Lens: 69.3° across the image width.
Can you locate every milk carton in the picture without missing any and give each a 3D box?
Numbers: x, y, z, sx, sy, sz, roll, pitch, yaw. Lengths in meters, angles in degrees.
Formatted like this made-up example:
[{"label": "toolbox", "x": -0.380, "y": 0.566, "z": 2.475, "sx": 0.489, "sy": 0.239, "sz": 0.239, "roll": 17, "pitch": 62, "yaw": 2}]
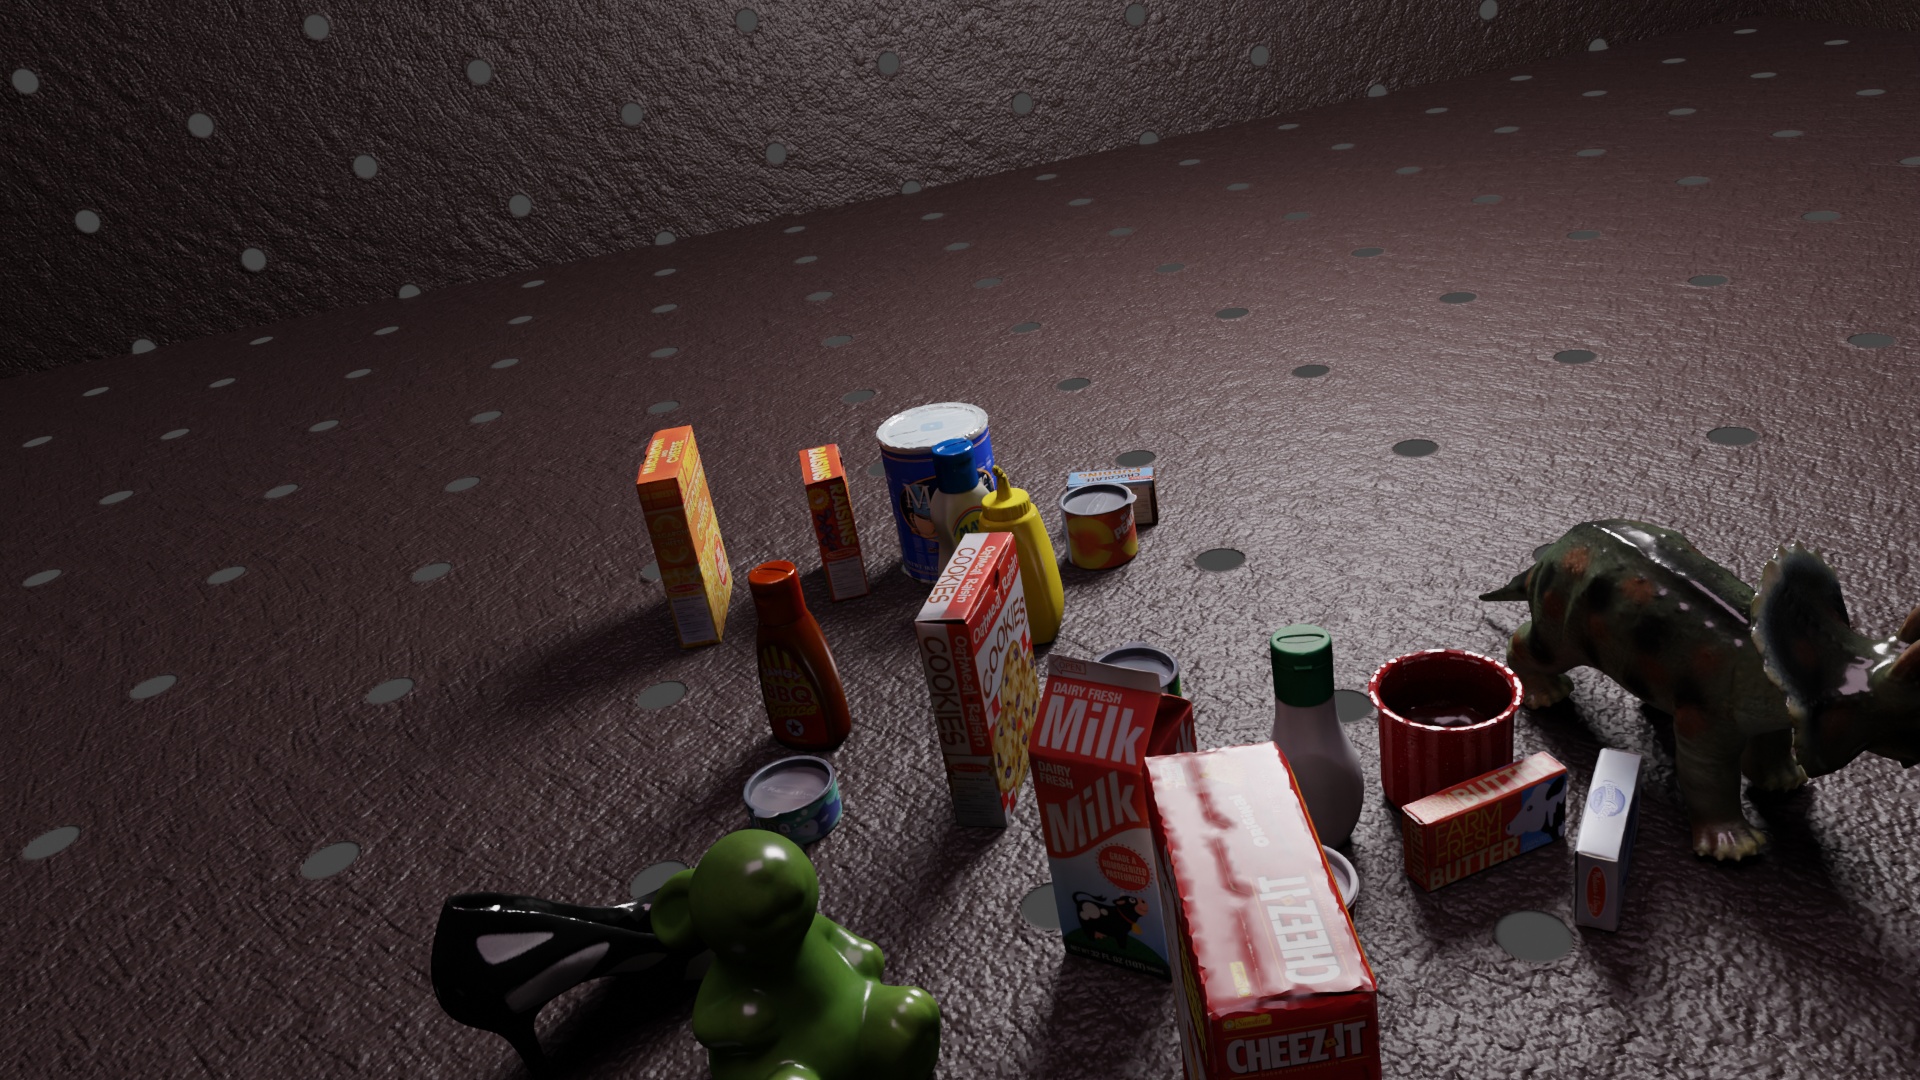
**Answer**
[{"label": "milk carton", "x": 0.093, "y": 0.151, "z": 0.802, "sx": 0.072, "sy": 0.189, "sz": 0.074, "roll": 7, "pitch": 31, "yaw": 31}]

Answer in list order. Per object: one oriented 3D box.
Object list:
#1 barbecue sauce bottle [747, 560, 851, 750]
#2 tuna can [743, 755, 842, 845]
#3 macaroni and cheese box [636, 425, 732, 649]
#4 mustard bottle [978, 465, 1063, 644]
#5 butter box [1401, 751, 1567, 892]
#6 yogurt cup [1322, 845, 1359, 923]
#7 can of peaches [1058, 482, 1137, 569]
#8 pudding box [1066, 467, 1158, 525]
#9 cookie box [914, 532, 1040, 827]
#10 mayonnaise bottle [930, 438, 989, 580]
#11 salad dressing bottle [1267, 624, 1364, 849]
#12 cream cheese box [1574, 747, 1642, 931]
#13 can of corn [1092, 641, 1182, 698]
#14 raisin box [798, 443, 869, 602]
[{"label": "barbecue sauce bottle", "x": -0.127, "y": 0.088, "z": 1.057, "sx": 0.065, "sy": 0.148, "sz": 0.044, "roll": 4, "pitch": 29, "yaw": 26}, {"label": "tuna can", "x": -0.120, "y": 0.187, "z": 0.986, "sx": 0.071, "sy": 0.032, "sz": 0.071, "roll": -8, "pitch": 26, "yaw": 4}, {"label": "macaroni and cheese box", "x": -0.250, "y": -0.004, "z": 1.265, "sx": 0.040, "sy": 0.165, "sz": 0.124, "roll": -10, "pitch": 26, "yaw": 1}, {"label": "mustard bottle", "x": 0.045, "y": 0.009, "z": 1.138, "sx": 0.065, "sy": 0.159, "sz": 0.049, "roll": -2, "pitch": 27, "yaw": 17}, {"label": "butter box", "x": 0.317, "y": 0.170, "z": 0.839, "sx": 0.104, "sy": 0.053, "sz": 0.024, "roll": -17, "pitch": 27, "yaw": -14}, {"label": "yogurt cup", "x": 0.193, "y": 0.214, "z": 0.793, "sx": 0.072, "sy": 0.053, "sz": 0.073, "roll": -8, "pitch": 26, "yaw": 4}, {"label": "can of peaches", "x": 0.129, "y": -0.013, "z": 1.267, "sx": 0.071, "sy": 0.057, "sz": 0.071, "roll": -8, "pitch": 26, "yaw": 4}, {"label": "pudding box", "x": 0.145, "y": -0.040, "z": 1.325, "sx": 0.084, "sy": 0.049, "sz": 0.030, "roll": -4, "pitch": 27, "yaw": 12}, {"label": "cookie box", "x": 0.018, "y": 0.095, "z": 0.968, "sx": 0.040, "sy": 0.166, "sz": 0.123, "roll": -1, "pitch": 27, "yaw": 18}, {"label": "mayonnaise bottle", "x": 0.004, "y": -0.015, "z": 1.215, "sx": 0.065, "sy": 0.147, "sz": 0.041, "roll": -21, "pitch": 28, "yaw": -21}, {"label": "salad dressing bottle", "x": 0.216, "y": 0.123, "z": 0.862, "sx": 0.064, "sy": 0.147, "sz": 0.044, "roll": -5, "pitch": 26, "yaw": 12}, {"label": "cream cheese box", "x": 0.378, "y": 0.173, "z": 0.810, "sx": 0.024, "sy": 0.053, "sz": 0.104, "roll": 6, "pitch": 31, "yaw": 31}, {"label": "can of corn", "x": 0.128, "y": 0.116, "z": 1.008, "sx": 0.071, "sy": 0.058, "sz": 0.071, "roll": -8, "pitch": 26, "yaw": 4}, {"label": "raisin box", "x": -0.117, "y": -0.017, "z": 1.291, "sx": 0.040, "sy": 0.122, "sz": 0.086, "roll": -12, "pitch": 26, "yaw": -4}]
